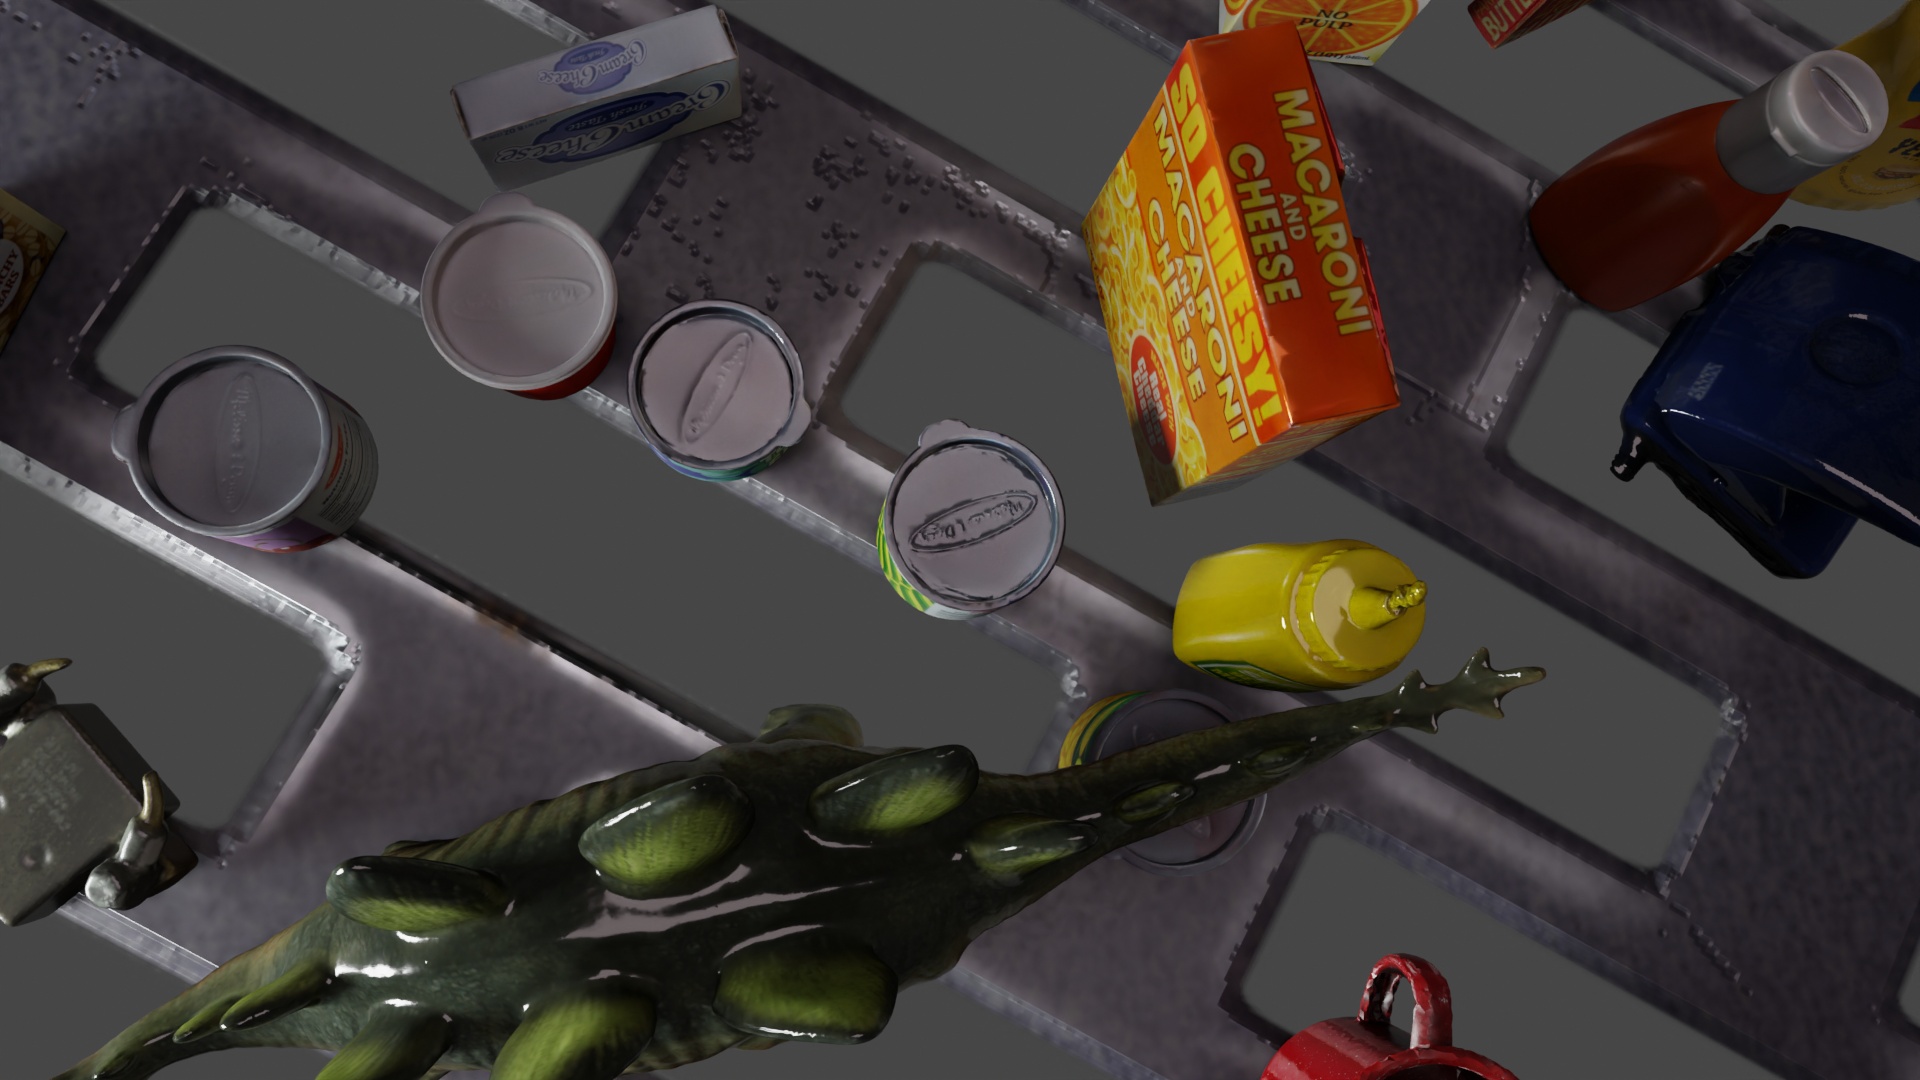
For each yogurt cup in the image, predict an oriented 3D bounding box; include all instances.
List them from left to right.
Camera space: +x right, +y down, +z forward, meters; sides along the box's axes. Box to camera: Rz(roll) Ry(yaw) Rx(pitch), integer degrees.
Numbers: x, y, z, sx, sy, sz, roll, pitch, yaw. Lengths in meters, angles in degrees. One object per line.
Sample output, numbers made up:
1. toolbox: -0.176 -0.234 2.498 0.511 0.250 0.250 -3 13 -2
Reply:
1. yogurt cup: -0.160 -0.084 0.518 0.072 0.054 0.072 1 83 -7

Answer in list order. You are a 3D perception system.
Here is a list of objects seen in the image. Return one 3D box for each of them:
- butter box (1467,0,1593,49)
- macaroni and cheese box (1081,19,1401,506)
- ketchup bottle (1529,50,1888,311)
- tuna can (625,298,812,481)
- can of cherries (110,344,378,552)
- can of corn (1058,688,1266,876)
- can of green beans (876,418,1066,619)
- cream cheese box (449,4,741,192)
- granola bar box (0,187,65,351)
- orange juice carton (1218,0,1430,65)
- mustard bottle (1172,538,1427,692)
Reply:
1. butter box: 0.273 -0.249 0.590 0.104 0.053 0.024 -27 87 -9
2. macaroni and cheese box: 0.090 -0.086 0.490 0.040 0.166 0.124 -13 85 -8
3. ketchup bottle: 0.279 -0.135 0.527 0.043 0.148 0.065 -39 89 -9
4. tuna can: -0.091 -0.055 0.533 0.071 0.033 0.071 1 83 -7
5. can of cherries: -0.253 -0.032 0.498 0.071 0.058 0.071 1 83 -7
6. can of corn: 0.071 0.090 0.520 0.071 0.058 0.071 1 83 -7
7. can of green beans: 0.002 -0.004 0.524 0.071 0.057 0.071 1 83 -7
8. cream cheese box: -0.136 -0.168 0.531 0.104 0.053 0.024 -21 86 -9
9. granola bar box: -0.380 -0.056 0.453 0.039 0.124 0.166 23 81 -3
10. orange juice carton: 0.156 -0.252 0.506 0.072 0.192 0.073 4 83 -6
11. mustard bottle: 0.120 0.027 0.482 0.065 0.160 0.049 14 82 -5
